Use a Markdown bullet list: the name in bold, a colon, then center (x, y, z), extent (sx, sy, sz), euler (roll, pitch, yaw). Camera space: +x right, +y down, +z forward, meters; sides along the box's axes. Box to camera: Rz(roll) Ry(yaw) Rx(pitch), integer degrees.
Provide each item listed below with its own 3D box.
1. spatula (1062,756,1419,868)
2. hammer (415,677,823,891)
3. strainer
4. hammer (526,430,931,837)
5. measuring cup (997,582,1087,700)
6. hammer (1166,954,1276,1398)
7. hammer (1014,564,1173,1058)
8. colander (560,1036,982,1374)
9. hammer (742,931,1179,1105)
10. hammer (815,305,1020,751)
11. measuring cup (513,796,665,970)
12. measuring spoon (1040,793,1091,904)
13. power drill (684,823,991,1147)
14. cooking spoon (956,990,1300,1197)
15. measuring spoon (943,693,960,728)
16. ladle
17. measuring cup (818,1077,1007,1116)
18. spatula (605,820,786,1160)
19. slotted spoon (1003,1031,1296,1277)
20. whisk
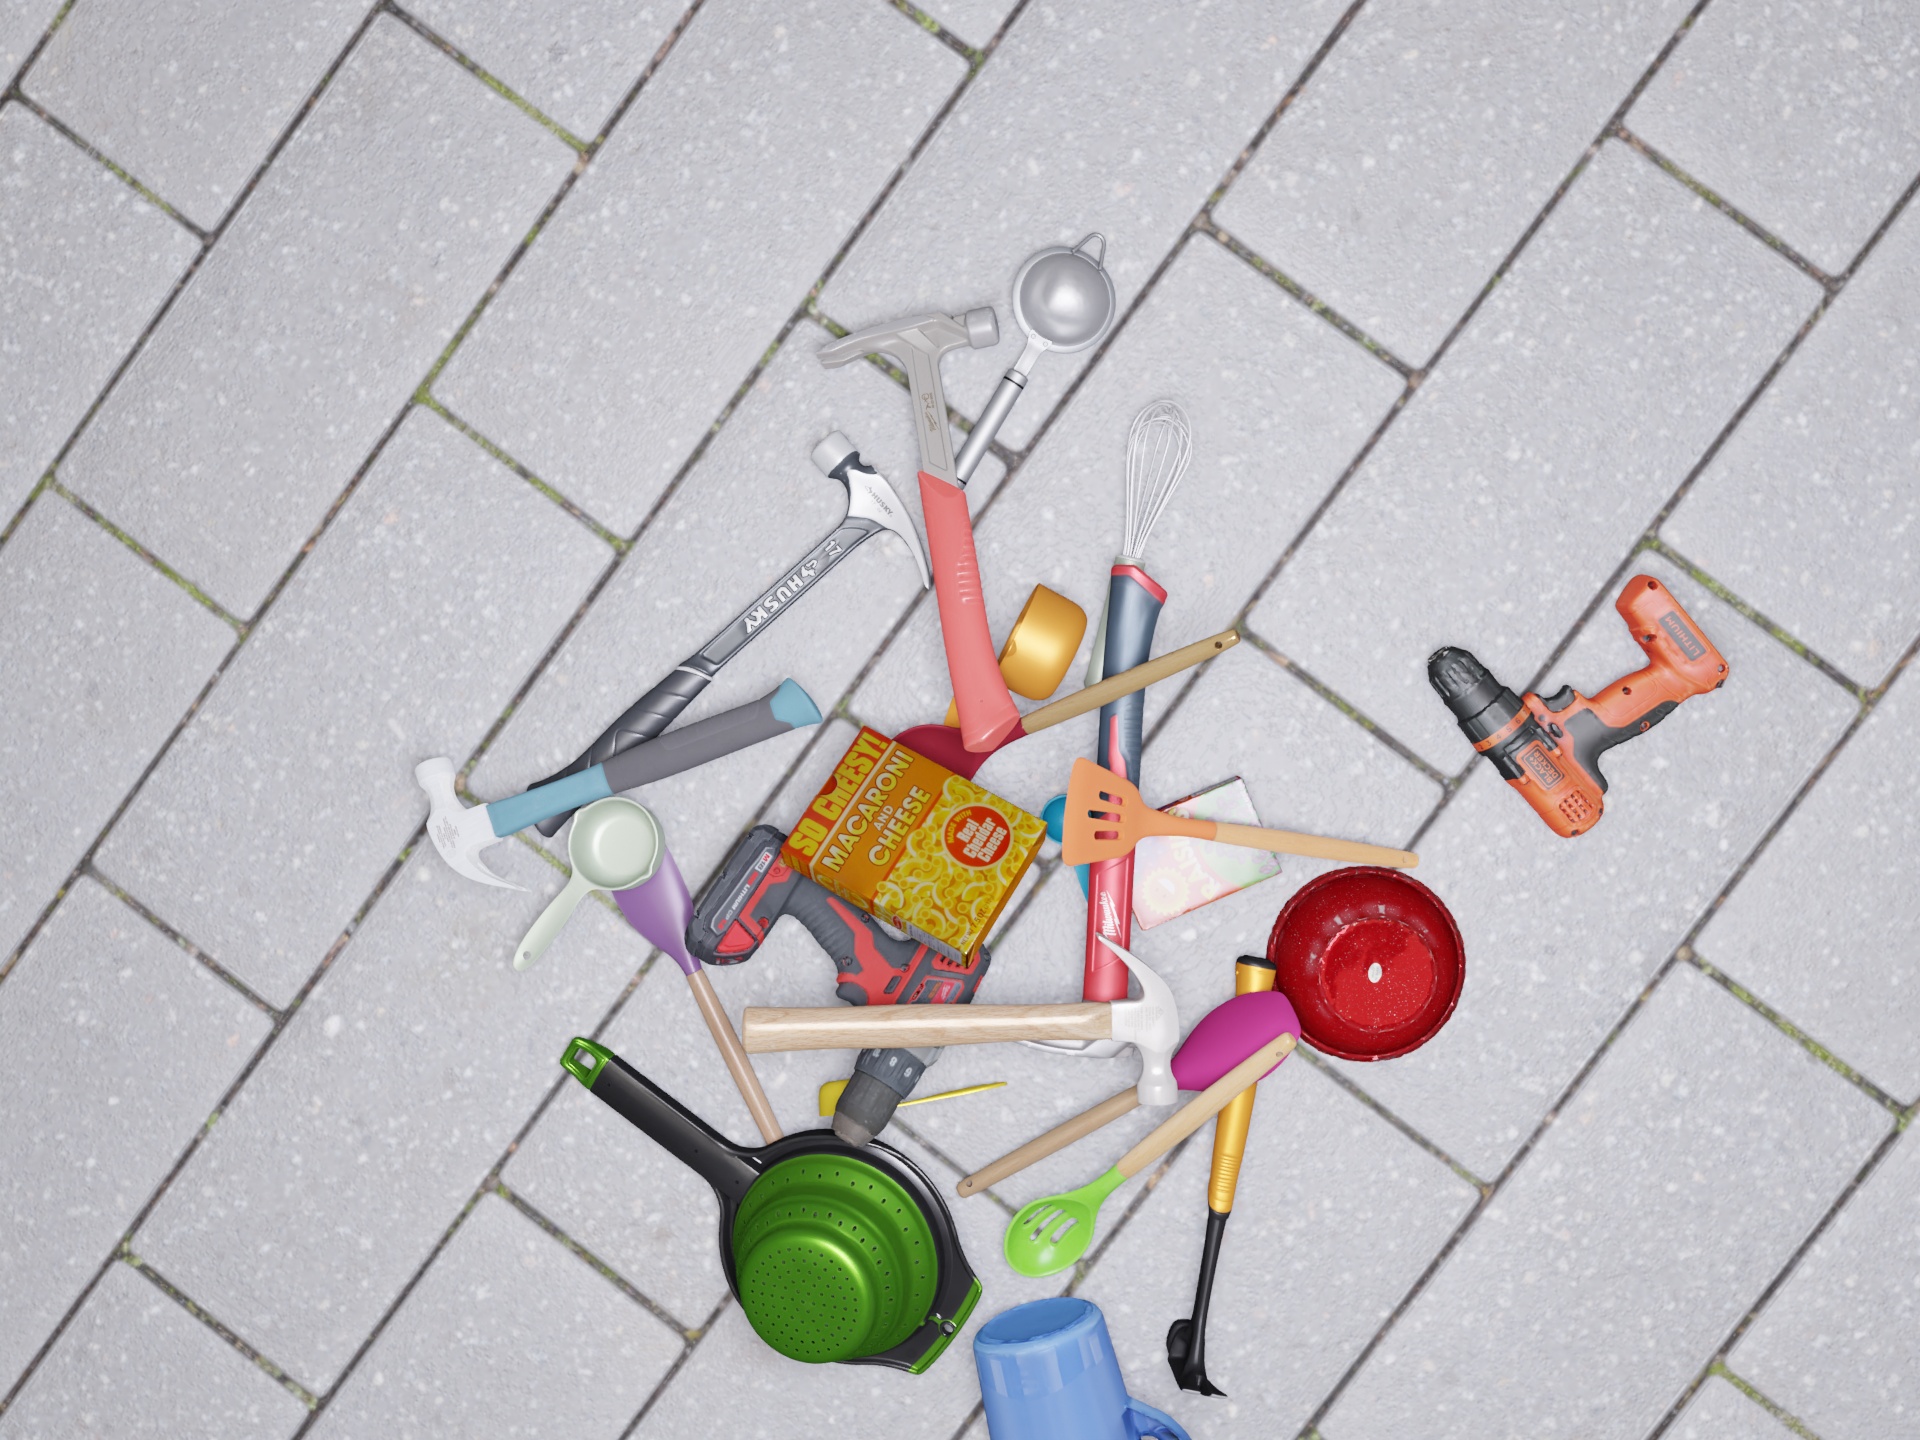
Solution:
- **spatula**: center (0.221, 0.090, 1.229), extent (0.322, 0.041, 0.081), euler (9, 85, -18)
- **hammer**: center (-0.271, 0.040, 1.279), extent (0.331, 0.033, 0.128), euler (-21, 78, 4)
- **strainer**: center (0.051, -0.284, 1.292), extent (0.087, 0.050, 0.258), euler (30, 96, -9)
- **hammer**: center (-0.201, -0.048, 1.313), extent (0.409, 0.036, 0.149), euler (-42, 89, 4)
- **measuring cup**: center (0.048, -0.024, 1.283), extent (0.052, 0.095, 0.173), euler (24, 111, -2)
- **hammer**: center (0.210, 0.355, 1.259), extent (0.034, 0.127, 0.337), euler (10, 86, 1)
- **hammer**: center (0.107, 0.070, 1.253), extent (0.143, 0.038, 0.386), euler (3, 90, 7)
- **colander**: center (-0.175, 0.392, 1.272), extent (0.397, 0.094, 0.204), euler (35, 105, 7)
- **hammer**: center (0.000, 0.229, 1.210), extent (0.331, 0.031, 0.130), euler (-1, 87, -2)
- **hammer**: center (-0.019, -0.149, 1.241), extent (0.149, 0.036, 0.359), euler (-12, 74, 10)
- **measuring cup**: center (-0.307, 0.138, 1.306), extent (0.083, 0.038, 0.167), euler (38, 90, 11)
- **measuring spoon**: center (0.103, 0.119, 1.307), extent (0.042, 0.021, 0.128), euler (-22, 98, 6)
- **power drill**: center (-0.110, 0.209, 1.266), extent (0.226, 0.080, 0.188), euler (32, 71, 1)
- **cooking spoon**: center (0.128, 0.307, 1.271), extent (0.319, 0.017, 0.069), euler (-33, 56, 16)
- **measuring spoon**: center (-0.002, -0.004, 1.311), extent (0.021, 0.011, 0.117), euler (23, 92, 3)
- **ladle**: center (0.072, -0.006, 1.234), extent (0.315, 0.031, 0.069), euler (-23, 101, 24)
- **measuring cup**: center (-0.040, 0.300, 1.304), extent (0.156, 0.062, 0.029), euler (-8, 78, -7)
- **spatula**: center (-0.213, 0.234, 1.324), extent (0.060, 0.018, 0.316), euler (-27, 88, 3)
- **slotted spoon**: center (0.148, 0.341, 1.253), extent (0.070, 0.031, 0.313), euler (38, 114, -16)
- **whisk**: center (0.139, -0.138, 1.288), extent (0.059, 0.057, 0.246), euler (17, 96, 38)
